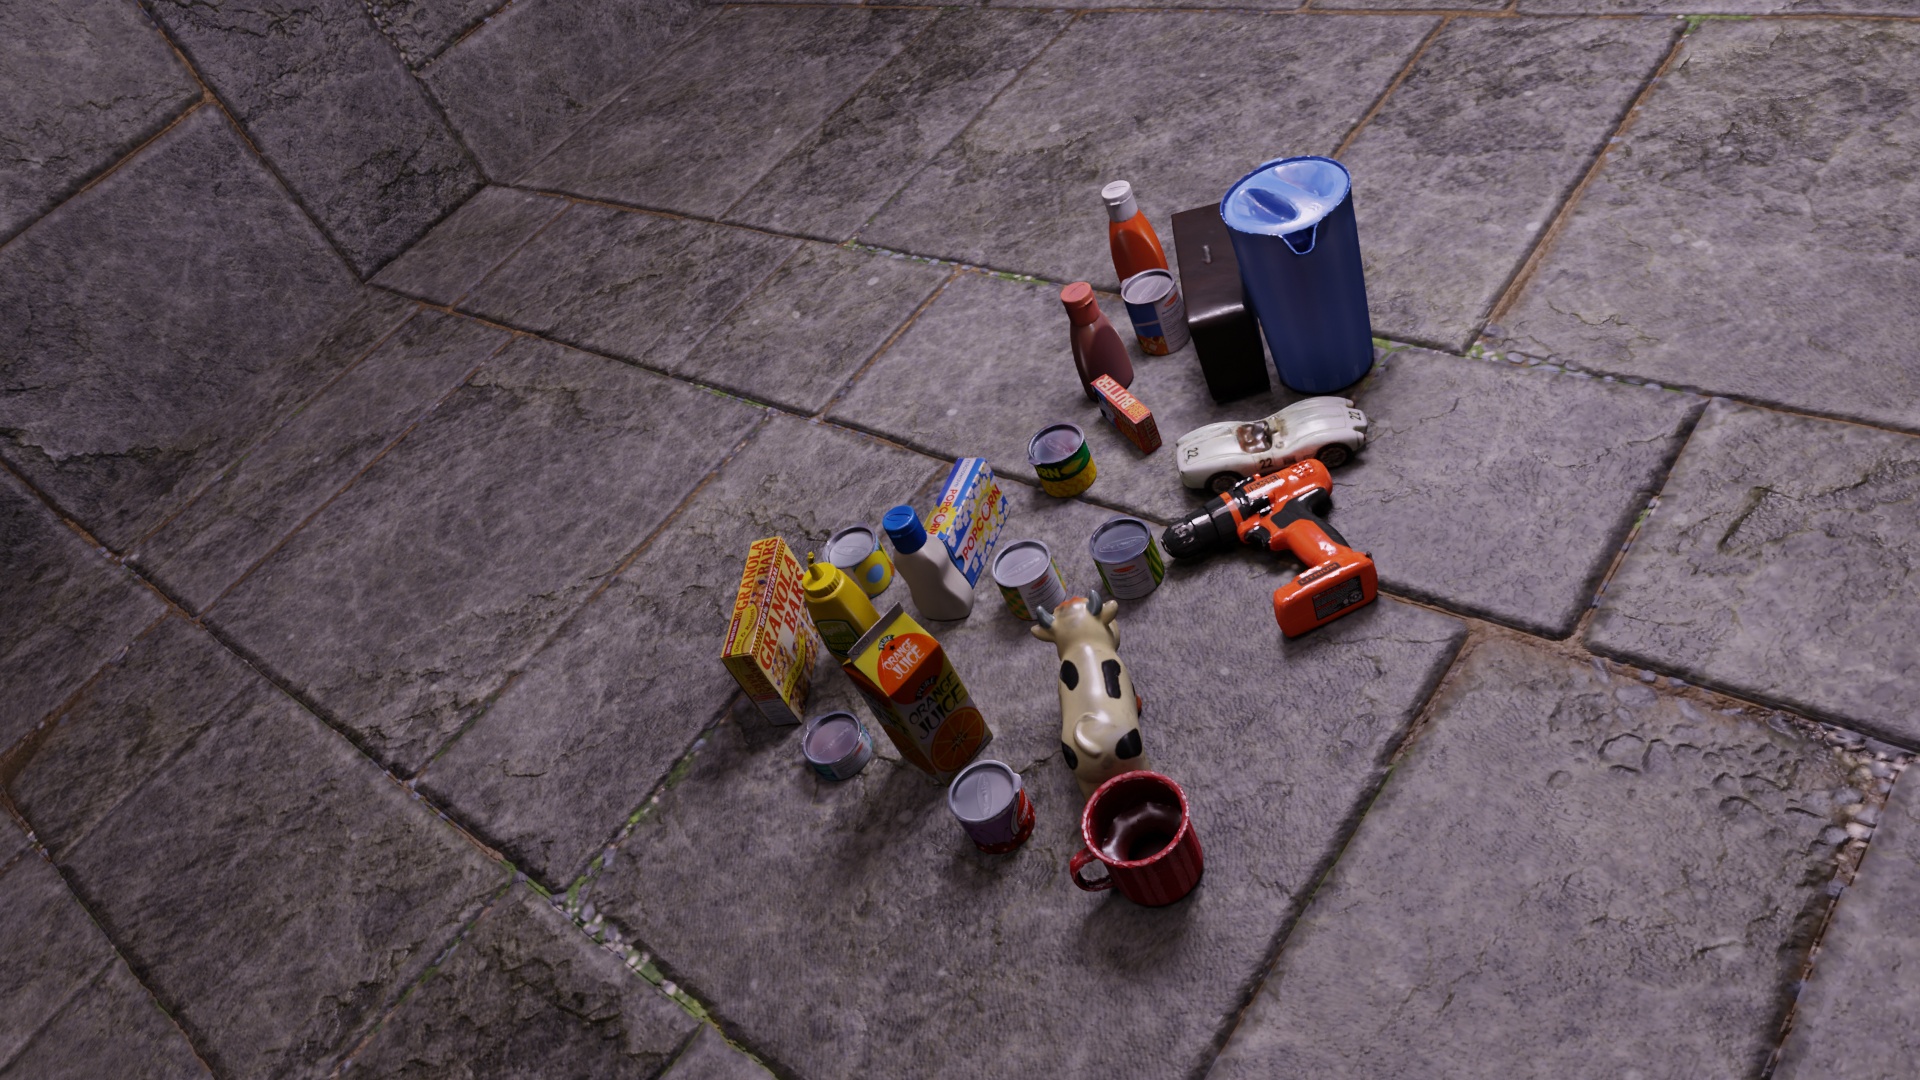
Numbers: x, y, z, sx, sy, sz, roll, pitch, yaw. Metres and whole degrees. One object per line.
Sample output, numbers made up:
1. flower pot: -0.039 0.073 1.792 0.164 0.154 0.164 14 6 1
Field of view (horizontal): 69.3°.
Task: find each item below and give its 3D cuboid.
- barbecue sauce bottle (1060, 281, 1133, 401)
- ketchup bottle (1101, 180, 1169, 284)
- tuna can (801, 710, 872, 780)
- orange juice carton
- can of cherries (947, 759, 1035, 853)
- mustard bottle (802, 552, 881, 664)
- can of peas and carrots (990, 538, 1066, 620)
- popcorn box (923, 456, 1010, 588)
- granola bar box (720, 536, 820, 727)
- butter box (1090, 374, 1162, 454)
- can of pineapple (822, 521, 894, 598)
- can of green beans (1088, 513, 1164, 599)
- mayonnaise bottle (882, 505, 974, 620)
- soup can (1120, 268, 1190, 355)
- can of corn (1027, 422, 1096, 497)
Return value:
1. barbecue sauce bottle: 0.157 -0.235 1.631 0.065 0.148 0.044 -43 43 -16
2. ketchup bottle: 0.216 -0.381 1.750 0.064 0.148 0.044 -5 46 24
3. tuna can: -0.126 0.208 1.415 0.071 0.032 0.071 -15 43 14
4. orange juice carton: -0.046 0.141 1.319 0.072 0.192 0.073 -45 44 -19
5. can of cherries: 0.031 0.245 1.275 0.071 0.058 0.072 -15 43 14
6. mustard bottle: -0.130 0.070 1.462 0.065 0.159 0.049 -5 46 24
7. can of peas and carrots: 0.071 0.040 1.463 0.071 0.058 0.071 -15 43 14
8. popcorn box: 0.005 -0.019 1.538 0.038 0.085 0.127 3 49 30
9. granola bar box: -0.199 0.098 1.496 0.039 0.123 0.166 -11 44 18
10. butter box: 0.190 -0.146 1.595 0.024 0.053 0.104 -33 41 -6
11. can of pineapple: -0.114 0.024 1.577 0.071 0.057 0.071 -15 43 14
12. can of green beans: 0.172 0.018 1.433 0.071 0.057 0.071 -15 43 14
13. mayonnaise bottle: -0.038 0.025 1.468 0.065 0.147 0.041 -3 47 26
14. soup can: 0.236 -0.277 1.682 0.071 0.083 0.072 -15 43 14
15. can of corn: 0.114 -0.089 1.573 0.071 0.058 0.071 -15 43 14
